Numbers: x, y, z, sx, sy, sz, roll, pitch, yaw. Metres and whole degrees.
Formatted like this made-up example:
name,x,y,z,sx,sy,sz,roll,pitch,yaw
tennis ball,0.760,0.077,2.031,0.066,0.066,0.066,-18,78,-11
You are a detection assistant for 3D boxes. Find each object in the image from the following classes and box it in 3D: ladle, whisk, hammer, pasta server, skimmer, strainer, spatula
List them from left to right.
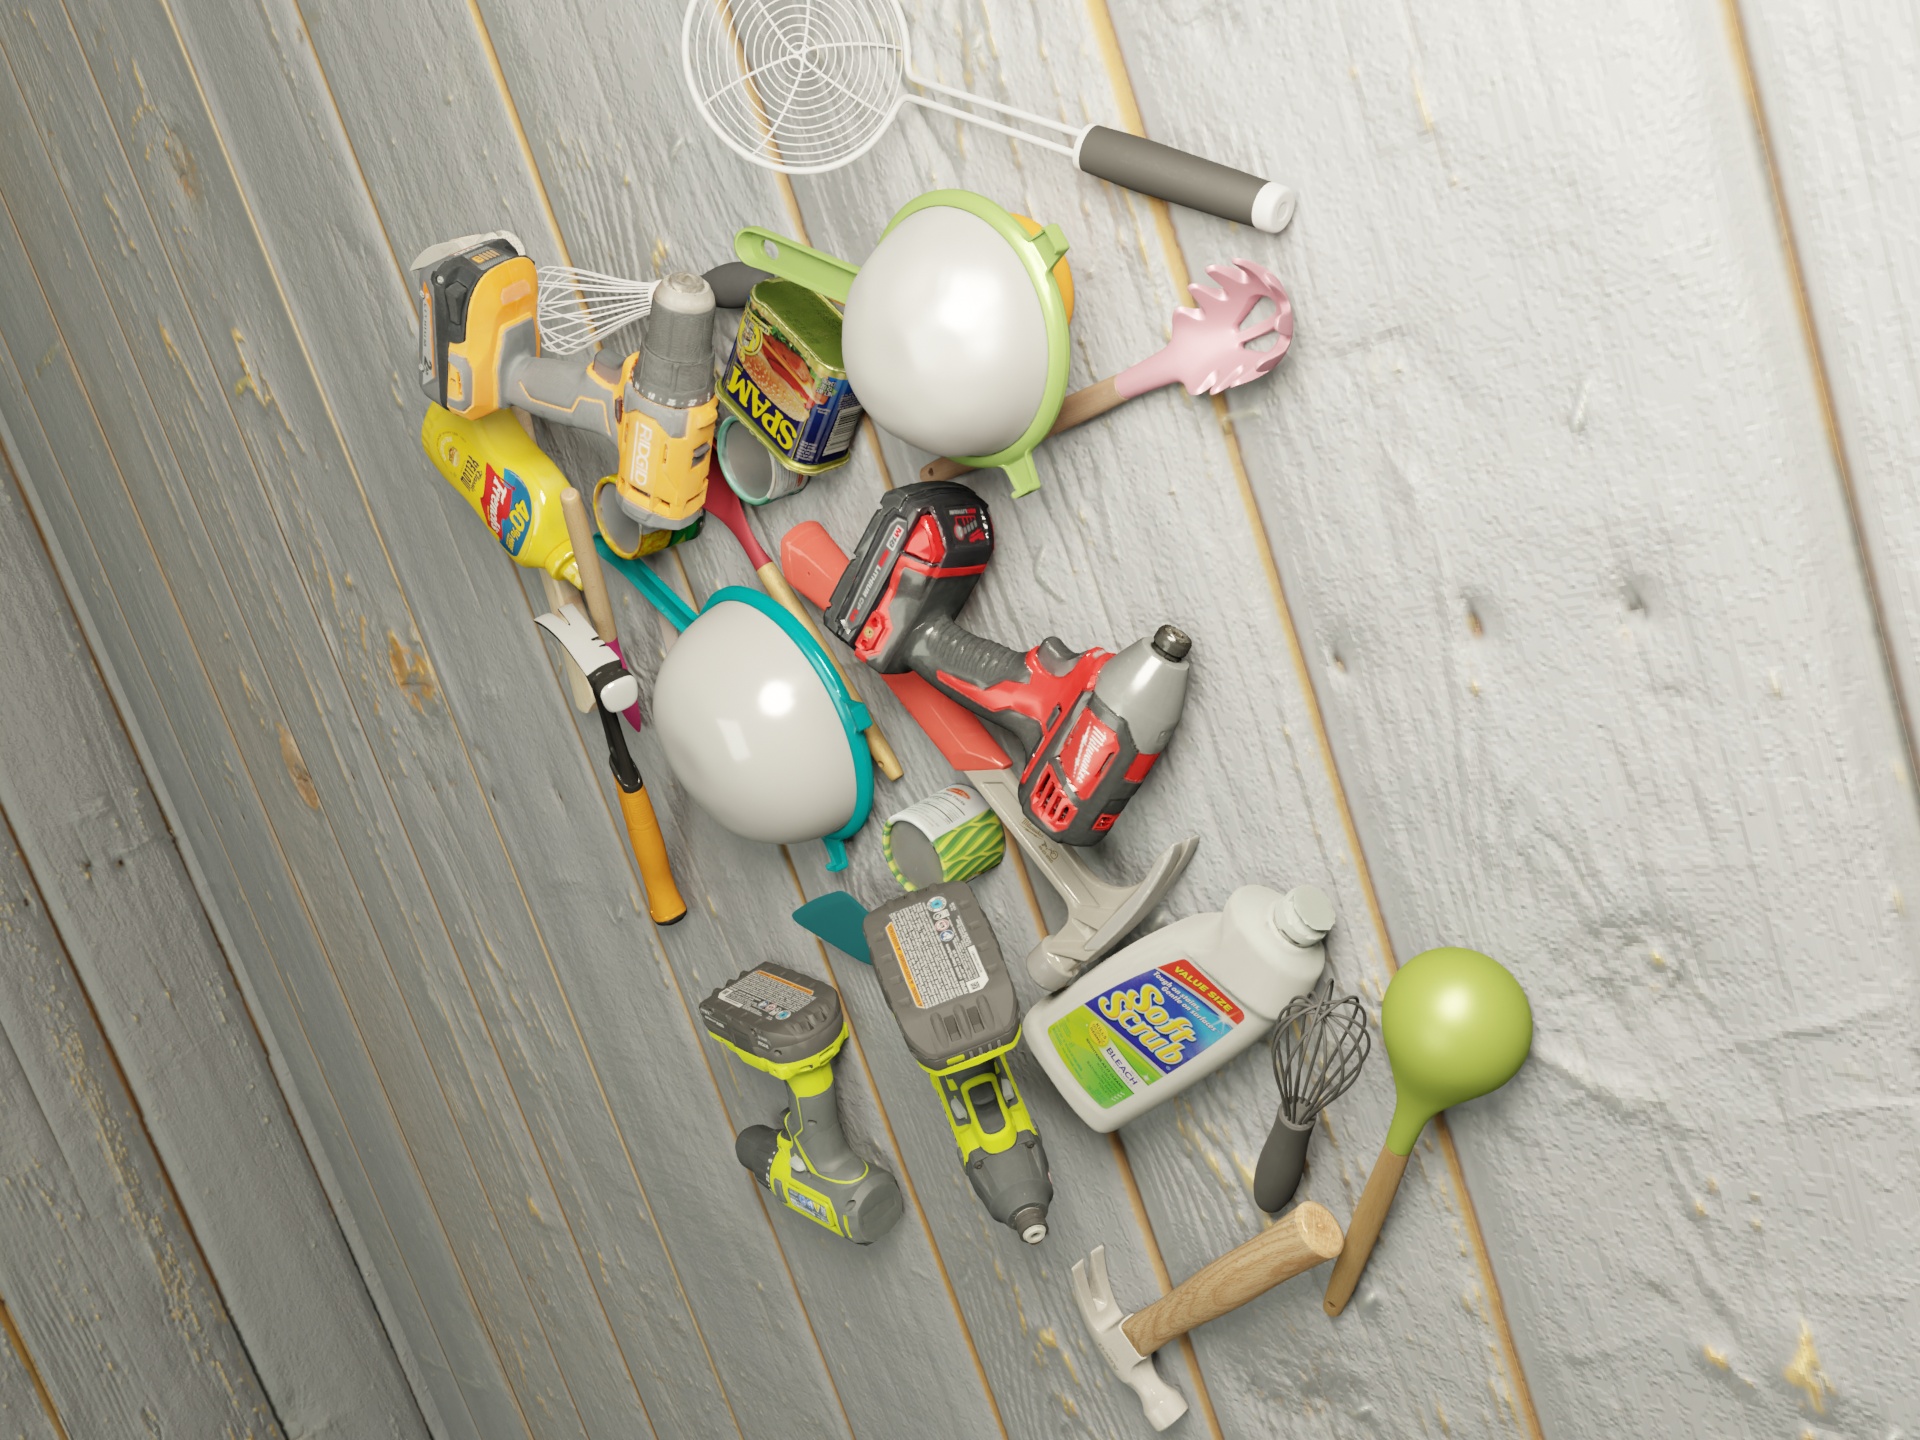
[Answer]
name,x,y,z,sx,sy,sz,roll,pitch,yaw
hammer,-0.373,-0.204,1.365,0.146,0.038,0.410,11,119,47
hammer,-0.285,0.055,1.358,0.127,0.034,0.336,44,152,38
whisk,-0.229,-0.300,1.137,0.285,0.070,0.070,7,116,41
strainer,-0.207,-0.027,1.209,0.341,0.095,0.210,43,146,24
ladle,-0.129,-0.091,1.161,0.315,0.031,0.069,57,144,5
strainer,-0.056,-0.226,0.880,0.257,0.069,0.151,31,132,32
spatula,-0.023,0.269,1.230,0.082,0.044,0.317,-30,88,48
hammer,-0.002,-0.003,1.045,0.359,0.036,0.149,52,125,20
skimmer,0.003,-0.317,0.828,0.364,0.090,0.127,32,115,32
pasta server,0.067,-0.177,0.880,0.316,0.040,0.060,-14,88,52
hammer,0.164,0.388,1.077,0.130,0.031,0.331,51,145,17
whisk,0.198,0.229,0.938,0.055,0.055,0.238,37,147,29
ladle,0.253,0.252,0.919,0.078,0.062,0.319,30,138,26

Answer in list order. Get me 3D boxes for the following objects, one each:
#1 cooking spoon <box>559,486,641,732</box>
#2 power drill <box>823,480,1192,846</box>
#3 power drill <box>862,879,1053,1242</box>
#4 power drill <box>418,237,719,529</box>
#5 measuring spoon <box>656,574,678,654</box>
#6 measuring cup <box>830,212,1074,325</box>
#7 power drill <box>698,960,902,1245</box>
name,x,y,z,sx,sy,sz,roll,pitch,yaw
cooking spoon,-0.286,-0.082,1.270,0.318,0.017,0.069,95,151,-60
power drill,0.034,-0.043,0.948,0.220,0.078,0.143,42,118,21
power drill,0.009,0.232,1.070,0.171,0.080,0.223,-117,9,-50
power drill,-0.265,-0.256,1.105,0.226,0.084,0.185,29,132,13
measuring spoon,-0.244,-0.059,1.314,0.034,0.018,0.124,13,120,44
measuring cup,-0.008,-0.248,0.914,0.174,0.052,0.095,20,125,43
power drill,-0.150,0.332,1.386,0.191,0.080,0.228,11,121,45
